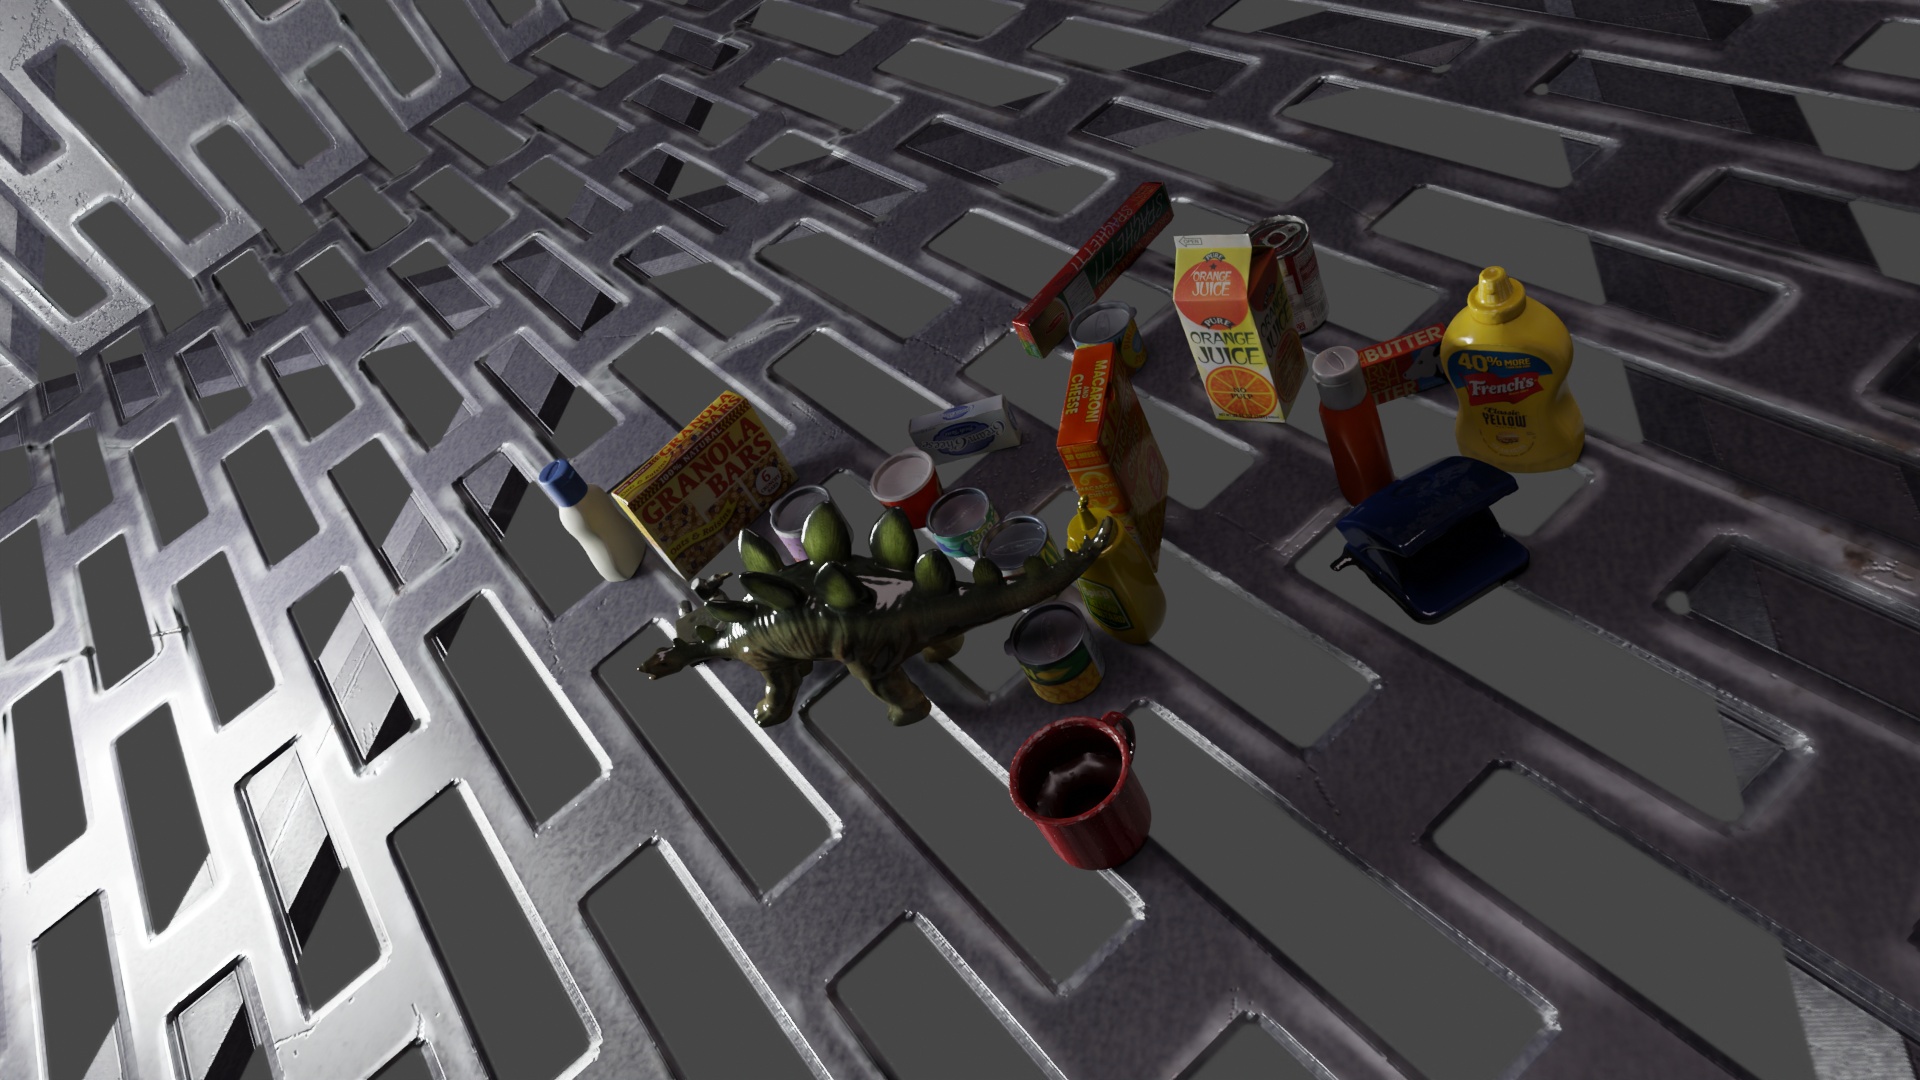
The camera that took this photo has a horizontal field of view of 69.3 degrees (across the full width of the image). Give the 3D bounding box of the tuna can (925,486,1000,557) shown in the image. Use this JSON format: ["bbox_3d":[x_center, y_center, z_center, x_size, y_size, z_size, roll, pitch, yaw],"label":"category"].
[{"bbox_3d":[0.005,-0.017,1.330,0.071,0.032,0.071,-16,43,15],"label":"tuna can"}]

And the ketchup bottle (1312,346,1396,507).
[{"bbox_3d":[0.321,-0.092,1.139,0.043,0.148,0.065,-26,41,4],"label":"ketchup bottle"}]

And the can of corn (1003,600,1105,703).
[{"bbox_3d":[0.079,0.095,1.156,0.071,0.058,0.071,-16,43,15],"label":"can of corn"}]

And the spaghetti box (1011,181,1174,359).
[{"bbox_3d":[0.149,-0.299,1.519,0.029,0.050,0.251,21,62,42],"label":"spaghetti box"}]

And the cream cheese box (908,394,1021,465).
[{"bbox_3d":[0.005,-0.110,1.408,0.104,0.053,0.024,-14,43,17],"label":"cream cheese box"}]

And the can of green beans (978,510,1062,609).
[{"bbox_3d":[0.057,0.020,1.244,0.071,0.057,0.071,-16,43,15],"label":"can of green beans"}]

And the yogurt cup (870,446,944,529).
[{"bbox_3d":[-0.048,-0.048,1.375,0.072,0.053,0.073,-16,43,15],"label":"yogurt cup"}]

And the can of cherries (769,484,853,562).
[{"bbox_3d":[-0.150,-0.014,1.394,0.071,0.058,0.072,-16,43,15],"label":"can of cherries"}]

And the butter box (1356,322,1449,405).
[{"bbox_3d":[0.385,-0.152,1.235,0.103,0.053,0.024,-18,42,13],"label":"butter box"}]

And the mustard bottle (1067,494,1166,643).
[{"bbox_3d":[0.119,0.019,1.132,0.065,0.159,0.049,17,59,40],"label":"mustard bottle"}]

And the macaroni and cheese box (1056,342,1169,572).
[{"bbox_3d":[0.136,-0.069,1.206,0.040,0.165,0.124,-8,45,23],"label":"macaroni and cheese box"}]

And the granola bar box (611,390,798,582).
[{"bbox_3d":[-0.265,-0.058,1.454,0.166,0.123,0.039,-45,43,-17],"label":"granola bar box"}]

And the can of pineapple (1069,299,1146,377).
[{"bbox_3d":[0.152,-0.202,1.413,0.071,0.057,0.071,-16,43,15],"label":"can of pineapple"}]

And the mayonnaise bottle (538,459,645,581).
[{"bbox_3d":[-0.391,-0.024,1.473,0.041,0.147,0.065,-8,45,23],"label":"mayonnaise bottle"}]

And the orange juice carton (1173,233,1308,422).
[{"bbox_3d":[0.251,-0.200,1.253,0.072,0.192,0.073,6,52,34],"label":"orange juice carton"}]
